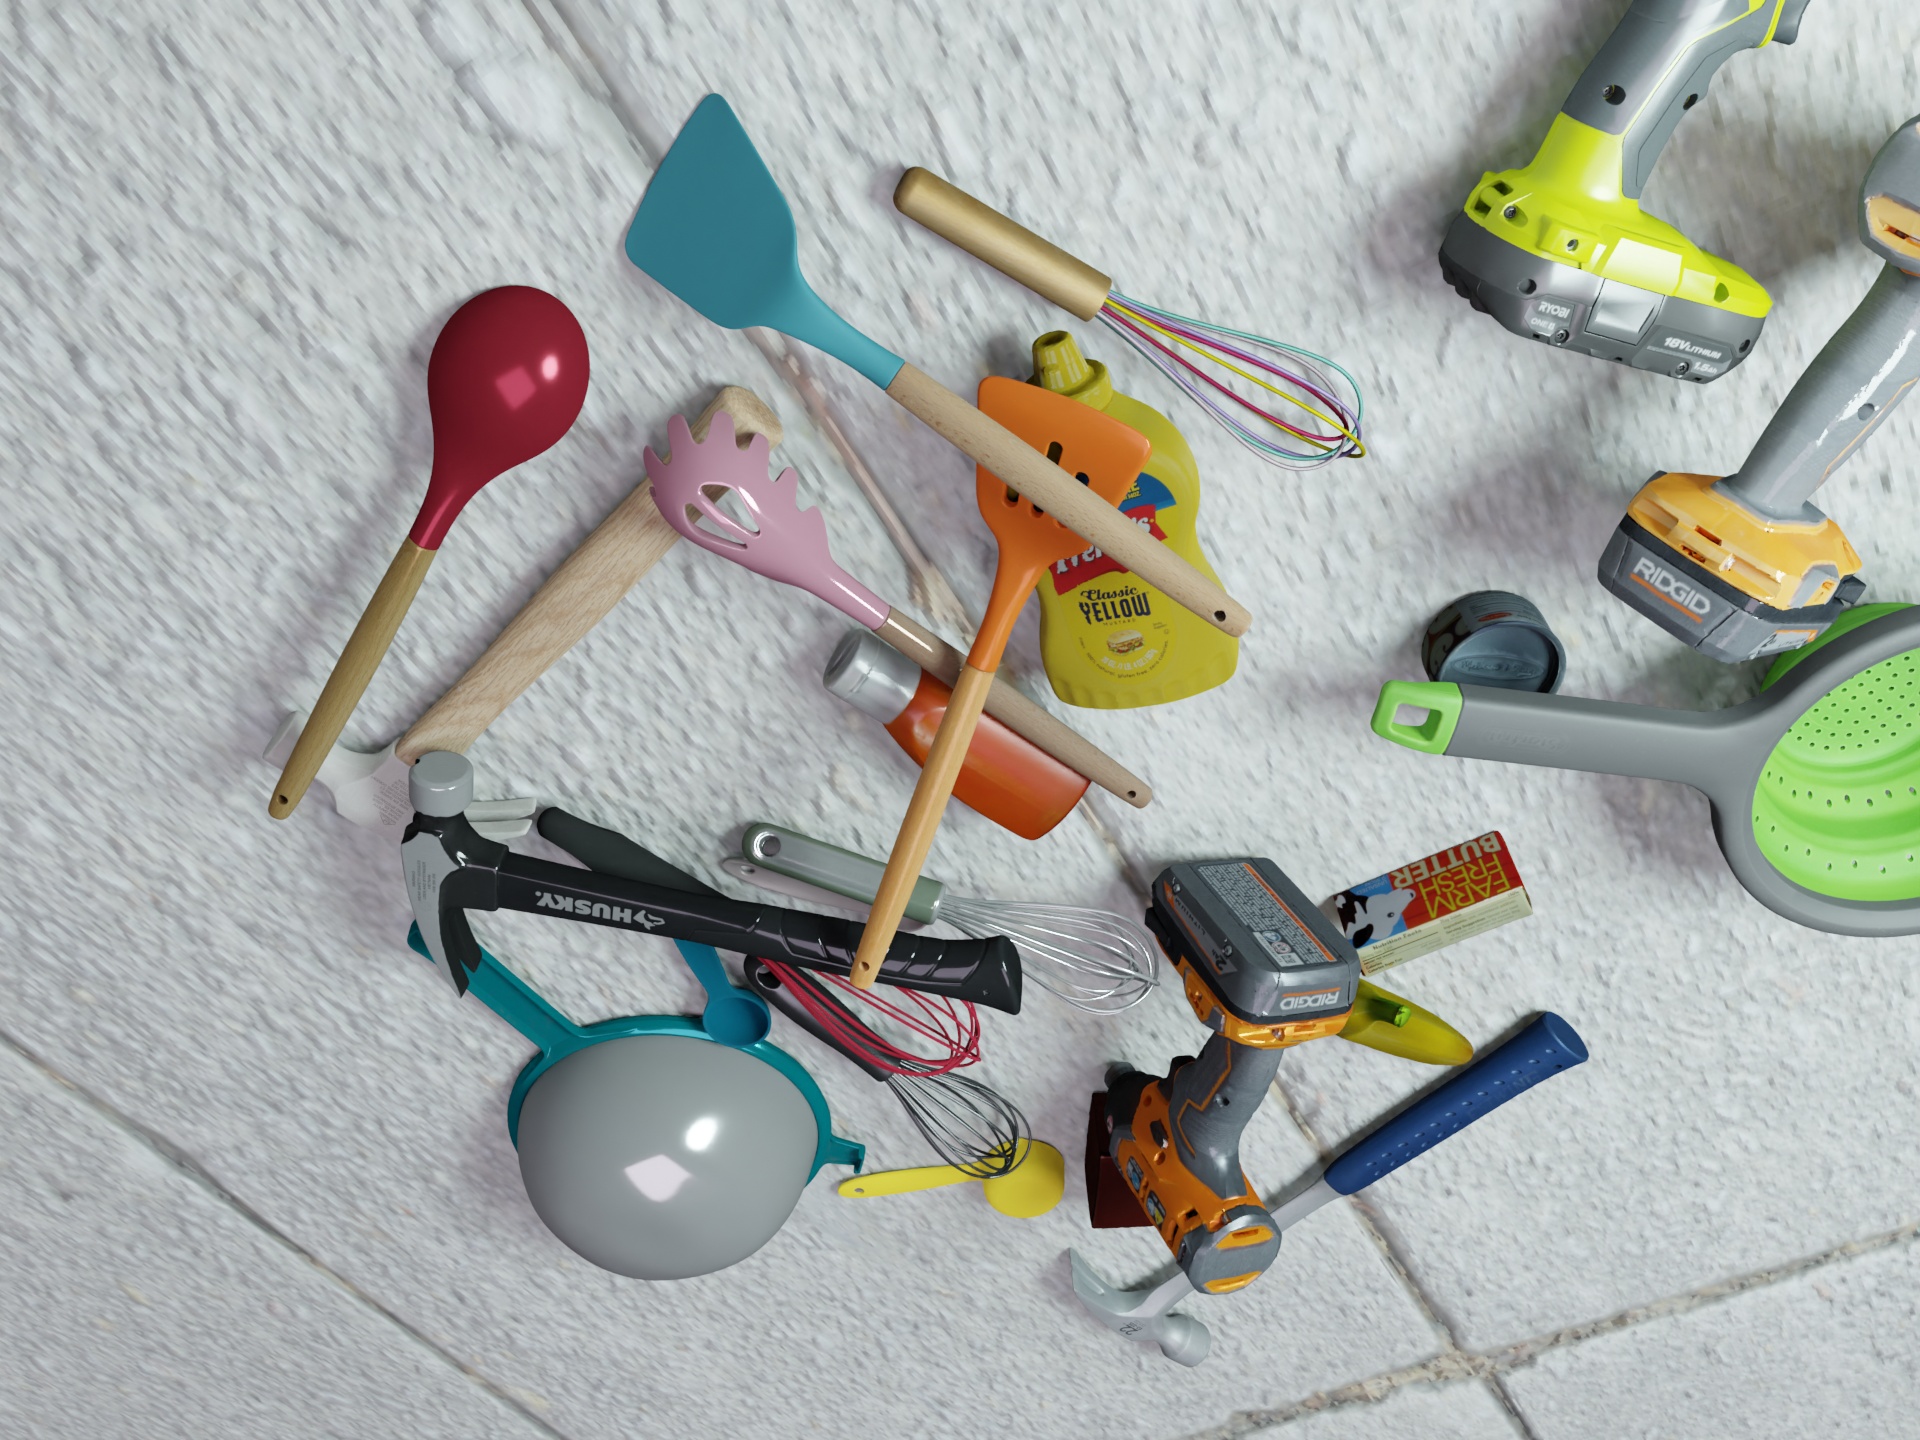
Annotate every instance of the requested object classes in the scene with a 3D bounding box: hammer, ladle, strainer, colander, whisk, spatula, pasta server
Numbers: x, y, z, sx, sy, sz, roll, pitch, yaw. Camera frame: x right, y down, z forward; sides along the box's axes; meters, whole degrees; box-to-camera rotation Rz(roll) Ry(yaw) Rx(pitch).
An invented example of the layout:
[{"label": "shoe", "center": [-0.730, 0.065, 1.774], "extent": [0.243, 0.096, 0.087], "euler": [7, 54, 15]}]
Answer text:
[{"label": "hammer", "center": [-0.129, 0.112, 0.851], "extent": [0.334, 0.035, 0.146], "euler": [12, 124, -1]}, {"label": "ladle", "center": [-0.268, -0.067, 0.759], "extent": [0.069, 0.031, 0.315], "euler": [32, 114, -11]}, {"label": "strainer", "center": [-0.222, 0.250, 0.979], "extent": [0.211, 0.095, 0.340], "euler": [-27, 124, 17]}, {"label": "colander", "center": [0.401, -0.003, 0.814], "extent": [0.397, 0.095, 0.204], "euler": [7, 126, -3]}, {"label": "whisk", "center": [-0.006, 0.105, 0.885], "extent": [0.246, 0.059, 0.058], "euler": [19, 81, 2]}, {"label": "whisk", "center": [-0.044, 0.213, 0.990], "extent": [0.055, 0.055, 0.238], "euler": [-38, 115, 23]}, {"label": "whisk", "center": [0.081, -0.176, 0.703], "extent": [0.244, 0.047, 0.051], "euler": [26, 120, -16]}, {"label": "hammer", "center": [0.244, 0.319, 1.083], "extent": [0.144, 0.035, 0.405], "euler": [34, 119, -24]}, {"label": "whisk", "center": [-0.109, 0.126, 0.912], "extent": [0.295, 0.073, 0.073], "euler": [31, 120, -15]}, {"label": "spatula", "center": [-0.003, -0.135, 0.676], "extent": [0.317, 0.044, 0.082], "euler": [35, 117, -7]}, {"label": "hammer", "center": [-0.206, -0.044, 0.799], "extent": [0.130, 0.031, 0.331], "euler": [38, 117, -26]}, {"label": "pasta server", "center": [-0.019, -0.041, 0.774], "extent": [0.316, 0.040, 0.060], "euler": [34, 118, -28]}, {"label": "spatula", "center": [-0.001, -0.002, 0.752], "extent": [0.081, 0.041, 0.322], "euler": [23, 112, 6]}]

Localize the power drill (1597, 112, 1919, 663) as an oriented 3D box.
[{"label": "power drill", "center": [0.390, -0.140, 0.677], "extent": [0.185, 0.084, 0.226], "euler": [-9, 133, -44]}]

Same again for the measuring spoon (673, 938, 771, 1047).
[{"label": "measuring spoon", "center": [-0.150, 0.142, 0.954], "extent": [0.042, 0.021, 0.128], "euler": [-17, 116, 11]}]

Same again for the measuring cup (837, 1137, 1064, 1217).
[{"label": "measuring cup", "center": [-0.006, 0.319, 1.078], "extent": [0.156, 0.029, 0.062], "euler": [-7, 127, 2]}]

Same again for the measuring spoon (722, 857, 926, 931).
[{"label": "measuring spoon", "center": [-0.076, 0.095, 0.921], "extent": [0.124, 0.018, 0.034], "euler": [16, 139, -6]}]

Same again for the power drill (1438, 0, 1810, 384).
[{"label": "power drill", "center": [0.304, -0.257, 0.630], "extent": [0.171, 0.080, 0.223], "euler": [10, 123, -15]}]

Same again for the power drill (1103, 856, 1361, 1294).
[{"label": "power drill", "center": [0.141, 0.194, 0.925], "extent": [0.084, 0.164, 0.226], "euler": [-2, 119, -22]}]
